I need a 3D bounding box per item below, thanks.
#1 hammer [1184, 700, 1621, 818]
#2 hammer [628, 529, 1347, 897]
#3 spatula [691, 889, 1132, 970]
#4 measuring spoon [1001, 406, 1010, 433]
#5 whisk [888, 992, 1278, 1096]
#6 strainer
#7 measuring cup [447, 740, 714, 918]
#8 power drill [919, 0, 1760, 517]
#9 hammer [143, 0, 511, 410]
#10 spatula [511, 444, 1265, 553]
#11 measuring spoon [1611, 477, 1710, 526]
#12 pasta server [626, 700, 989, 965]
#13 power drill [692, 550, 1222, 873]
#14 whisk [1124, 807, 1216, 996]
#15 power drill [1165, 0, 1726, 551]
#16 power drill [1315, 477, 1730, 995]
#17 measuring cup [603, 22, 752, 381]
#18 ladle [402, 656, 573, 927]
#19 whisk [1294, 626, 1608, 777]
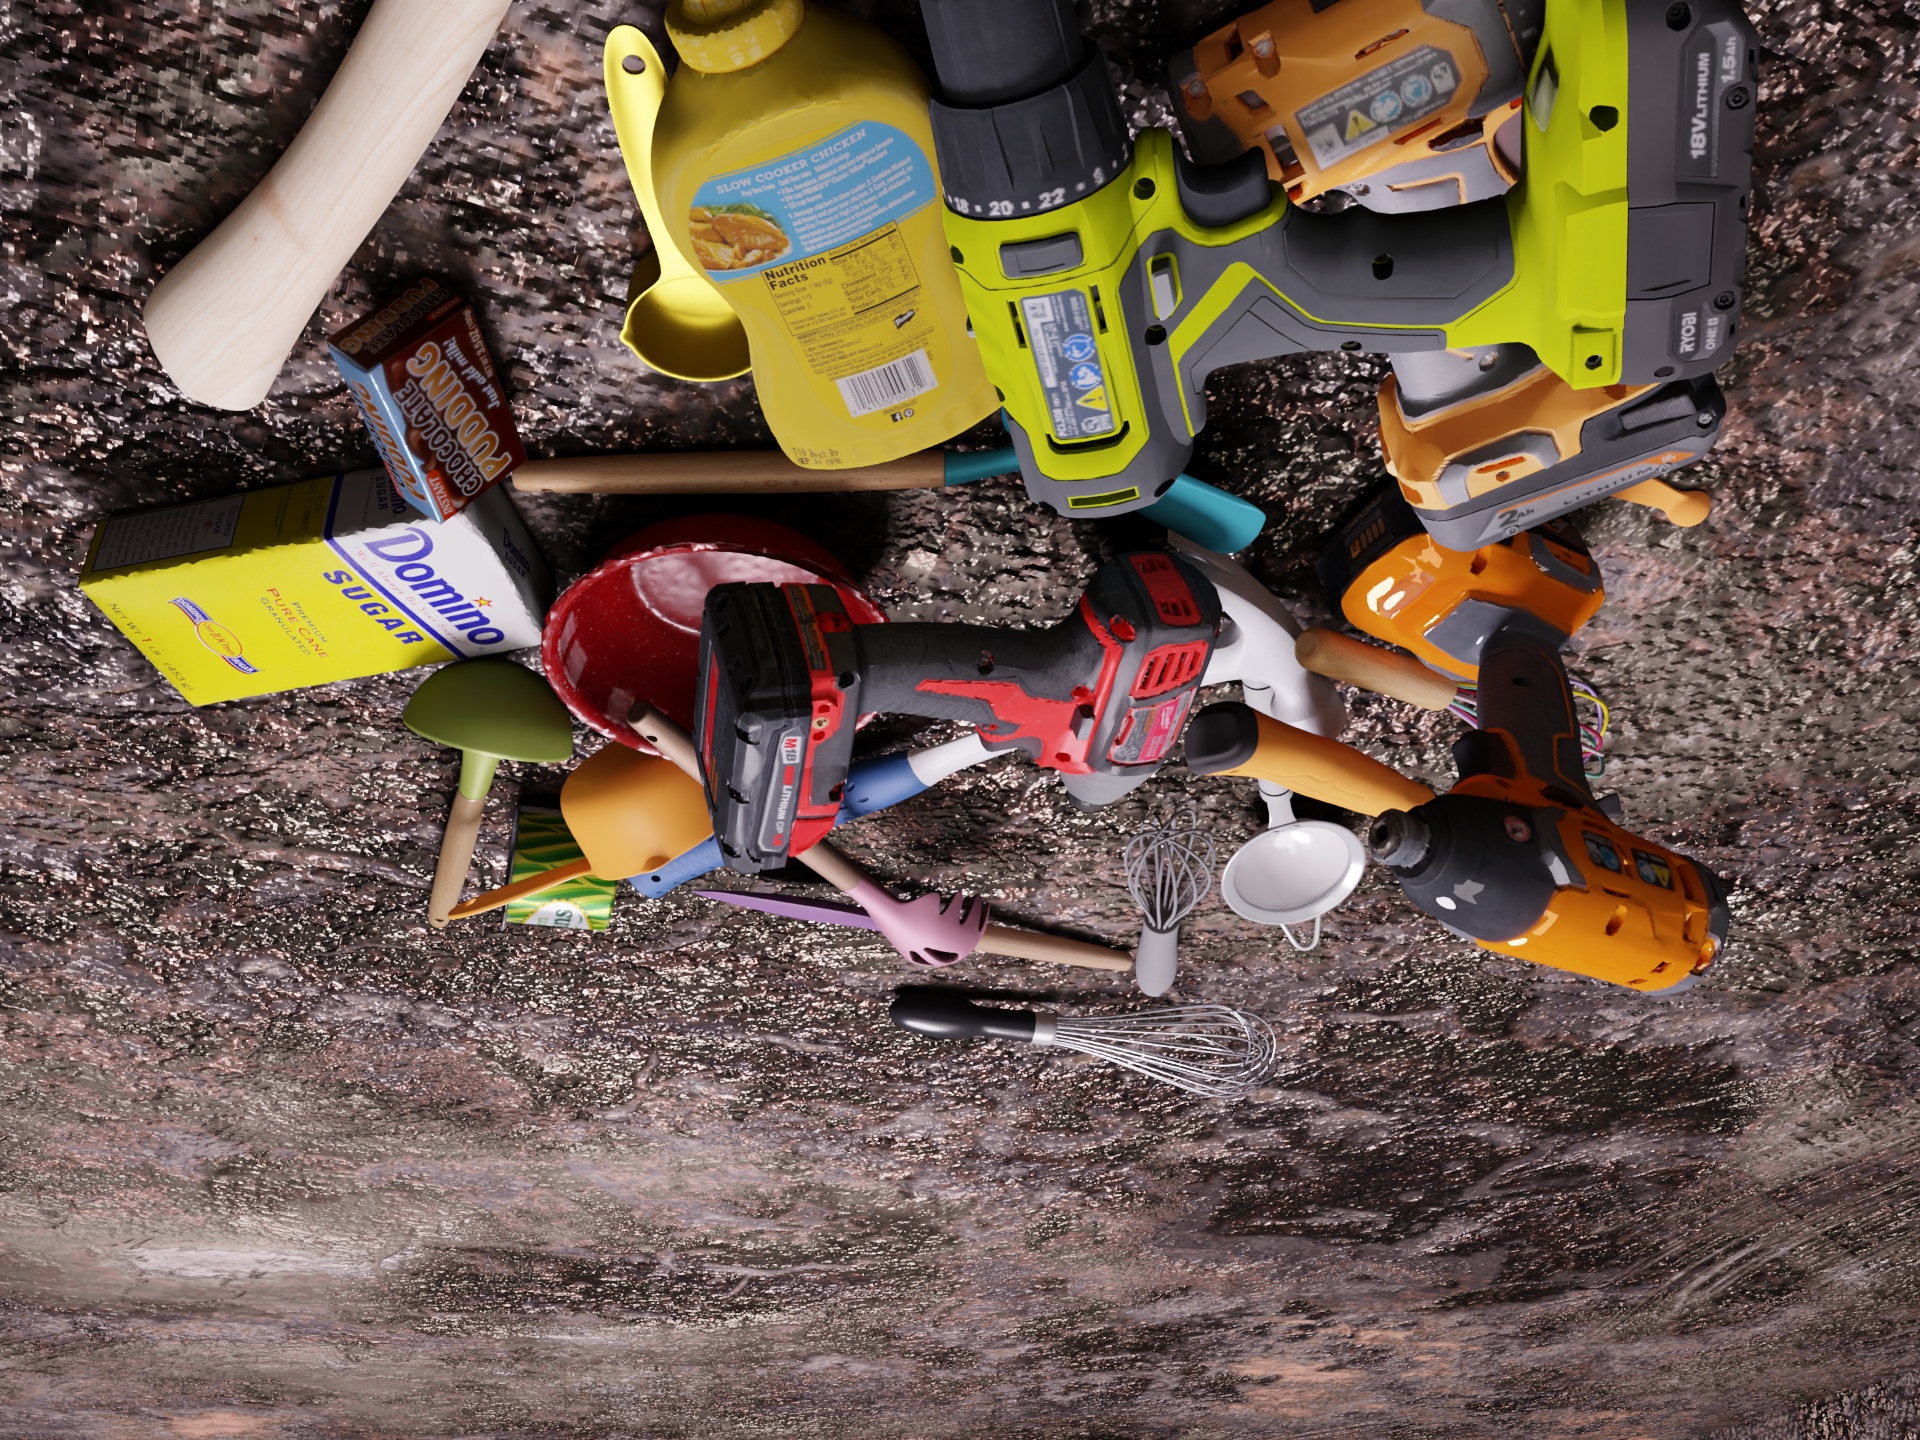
[{"bbox_3d":[0.223,0.038,0.809,0.127,0.034,0.336,-12,161,38],"label":"hammer"},{"bbox_3d":[-0.015,0.017,0.837,0.405,0.035,0.143,-20,131,24],"label":"hammer"},{"bbox_3d":[-0.020,0.131,1.000,0.315,0.018,0.060,14,168,-30],"label":"spatula"},{"bbox_3d":[0.034,-0.154,0.629,0.042,0.021,0.128,2,144,-8],"label":"measuring spoon"},{"bbox_3d":[0.089,0.221,1.126,0.284,0.070,0.070,9,142,-9],"label":"whisk"},{"bbox_3d":[0.179,0.040,0.895,0.087,0.050,0.258,-16,137,4],"label":"strainer"},{"bbox_3d":[-0.199,0.052,0.821,0.173,0.095,0.052,-22,109,7],"label":"measuring cup"},{"bbox_3d":[0.105,-0.163,0.479,0.228,0.080,0.190,-7,132,14],"label":"power drill"},{"bbox_3d":[-0.152,-0.228,0.501,0.146,0.038,0.410,23,137,-33],"label":"hammer"},{"bbox_3d":[-0.033,-0.097,0.682,0.317,0.044,0.082,-1,174,-1],"label":"spatula"},{"bbox_3d":[0.298,-0.108,0.726,0.116,0.011,0.021,13,140,-22],"label":"measuring spoon"},{"bbox_3d":[-0.072,0.065,0.837,0.060,0.040,0.315,-16,144,23],"label":"pasta server"},{"bbox_3d":[-0.001,-0.002,0.702,0.219,0.079,0.143,-6,139,-19],"label":"power drill"},{"bbox_3d":[0.128,0.122,1.001,0.055,0.055,0.238,-5,149,1],"label":"whisk"},{"bbox_3d":[0.201,-0.181,0.558,0.185,0.084,0.226,-23,132,23],"label":"power drill"},{"bbox_3d":[0.224,-0.001,0.681,0.164,0.227,0.084,17,139,-25],"label":"power drill"},{"bbox_3d":[-0.101,-0.183,0.561,0.062,0.029,0.156,-5,149,0],"label":"measuring cup"},{"bbox_3d":[-0.264,0.058,0.845,0.078,0.062,0.320,13,148,-17],"label":"ladle"},{"bbox_3d":[0.255,-0.007,0.808,0.244,0.051,0.047,14,149,-36],"label":"whisk"}]
